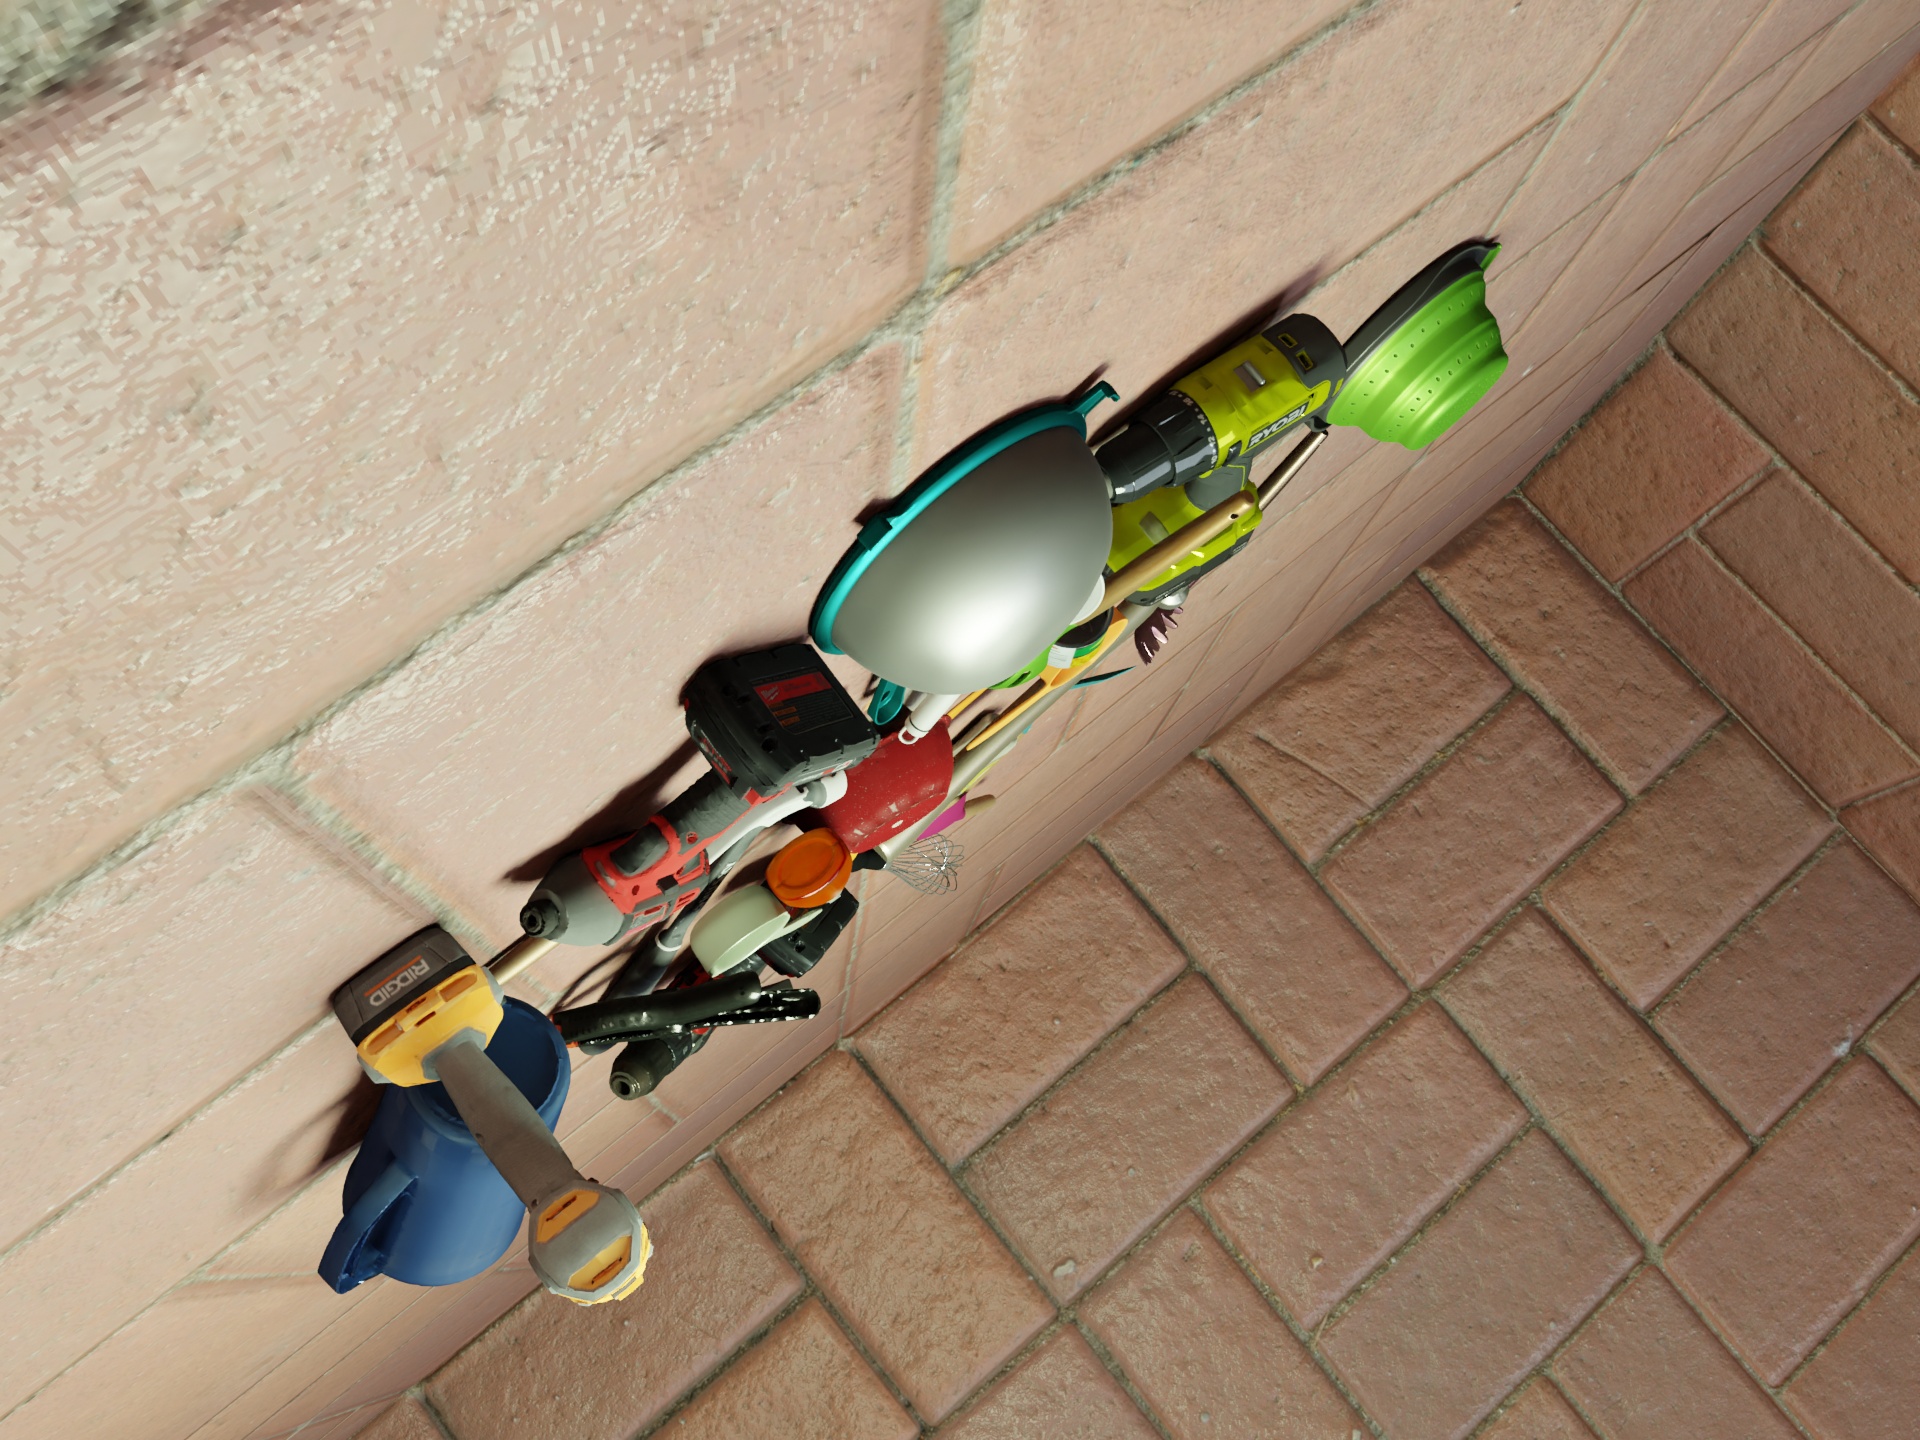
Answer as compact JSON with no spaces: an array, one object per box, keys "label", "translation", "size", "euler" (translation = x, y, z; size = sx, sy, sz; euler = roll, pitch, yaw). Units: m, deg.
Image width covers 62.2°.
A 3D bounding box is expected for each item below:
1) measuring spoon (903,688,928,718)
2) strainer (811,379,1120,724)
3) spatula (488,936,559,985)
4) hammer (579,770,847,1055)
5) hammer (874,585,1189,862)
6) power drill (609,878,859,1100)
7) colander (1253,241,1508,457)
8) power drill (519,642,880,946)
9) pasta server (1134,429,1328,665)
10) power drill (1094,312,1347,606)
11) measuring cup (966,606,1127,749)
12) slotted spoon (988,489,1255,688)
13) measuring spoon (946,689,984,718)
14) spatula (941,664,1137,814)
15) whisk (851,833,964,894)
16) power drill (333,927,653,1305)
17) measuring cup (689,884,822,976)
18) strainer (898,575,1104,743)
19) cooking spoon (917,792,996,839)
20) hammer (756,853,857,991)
[{"label":"measuring spoon","translation":[-0.037,-0.022,1.222],"size":[0.034,0.018,0.124],"euler":[-33,162,1]},{"label":"strainer","translation":[0.005,-0.054,1.006],"size":[0.211,0.095,0.340],"euler":[-35,167,-27]},{"label":"spatula","translation":[-0.197,0.084,1.076],"size":[0.316,0.018,0.060],"euler":[-38,180,-14]},{"label":"hammer","translation":[-0.229,0.170,1.268],"size":[0.149,0.036,0.408],"euler":[-28,164,-45]},{"label":"hammer","translation":[0.073,-0.026,1.419],"size":[0.410,0.038,0.146],"euler":[-43,169,-16]},{"label":"power drill","translation":[-0.206,0.228,1.390],"size":[0.226,0.080,0.188],"euler":[-43,-177,29]},{"label":"colander","translation":[0.337,-0.255,1.333],"size":[0.397,0.094,0.204],"euler":[-36,168,-21]},{"label":"power drill","translation":[-0.162,0.055,0.938],"size":[0.219,0.078,0.143],"euler":[-43,169,27]},{"label":"pasta server","translation":[0.265,-0.171,1.584],"size":[0.316,0.040,0.060],"euler":[-50,178,37]},{"label":"power drill","translation":[0.158,-0.171,1.118],"size":[0.190,0.080,0.228],"euler":[-33,165,-16]},{"label":"measuring cup","translation":[0.059,-0.047,1.340],"size":[0.173,0.052,0.095],"euler":[-39,169,3]},{"label":"slotted spoon","translation":[0.096,-0.086,1.133],"size":[0.070,0.031,0.313],"euler":[18,148,-30]},{"label":"measuring spoon","translation":[-0.002,-0.004,1.401],"size":[0.117,0.011,0.021],"euler":[-40,169,-2]},{"label":"spatula","translation":[0.053,0.033,1.657],"size":[0.317,0.044,0.082],"euler":[-45,169,29]},{"label":"whisk","translation":[-0.068,0.142,1.620],"size":[0.070,0.070,0.284],"euler":[-43,159,13]},{"label":"power drill","translation":[-0.261,0.244,0.936],"size":[0.084,0.226,0.185],"euler":[-36,169,-19]},{"label":"measuring cup","translation":[-0.156,0.155,1.260],"size":[0.083,0.038,0.167],"euler":[-42,170,17]},{"label":"strainer","translation":[0.022,-0.060,1.142],"size":[0.258,0.086,0.050],"euler":[-48,-154,38]},{"label":"cooking spoon","translation":[0.004,0.094,1.651],"size":[0.069,0.017,0.319],"euler":[-41,174,9]},{"label":"hammer","translation":[-0.154,0.186,1.510],"size":[0.127,0.034,0.336],"euler":[1,141,-35]}]
